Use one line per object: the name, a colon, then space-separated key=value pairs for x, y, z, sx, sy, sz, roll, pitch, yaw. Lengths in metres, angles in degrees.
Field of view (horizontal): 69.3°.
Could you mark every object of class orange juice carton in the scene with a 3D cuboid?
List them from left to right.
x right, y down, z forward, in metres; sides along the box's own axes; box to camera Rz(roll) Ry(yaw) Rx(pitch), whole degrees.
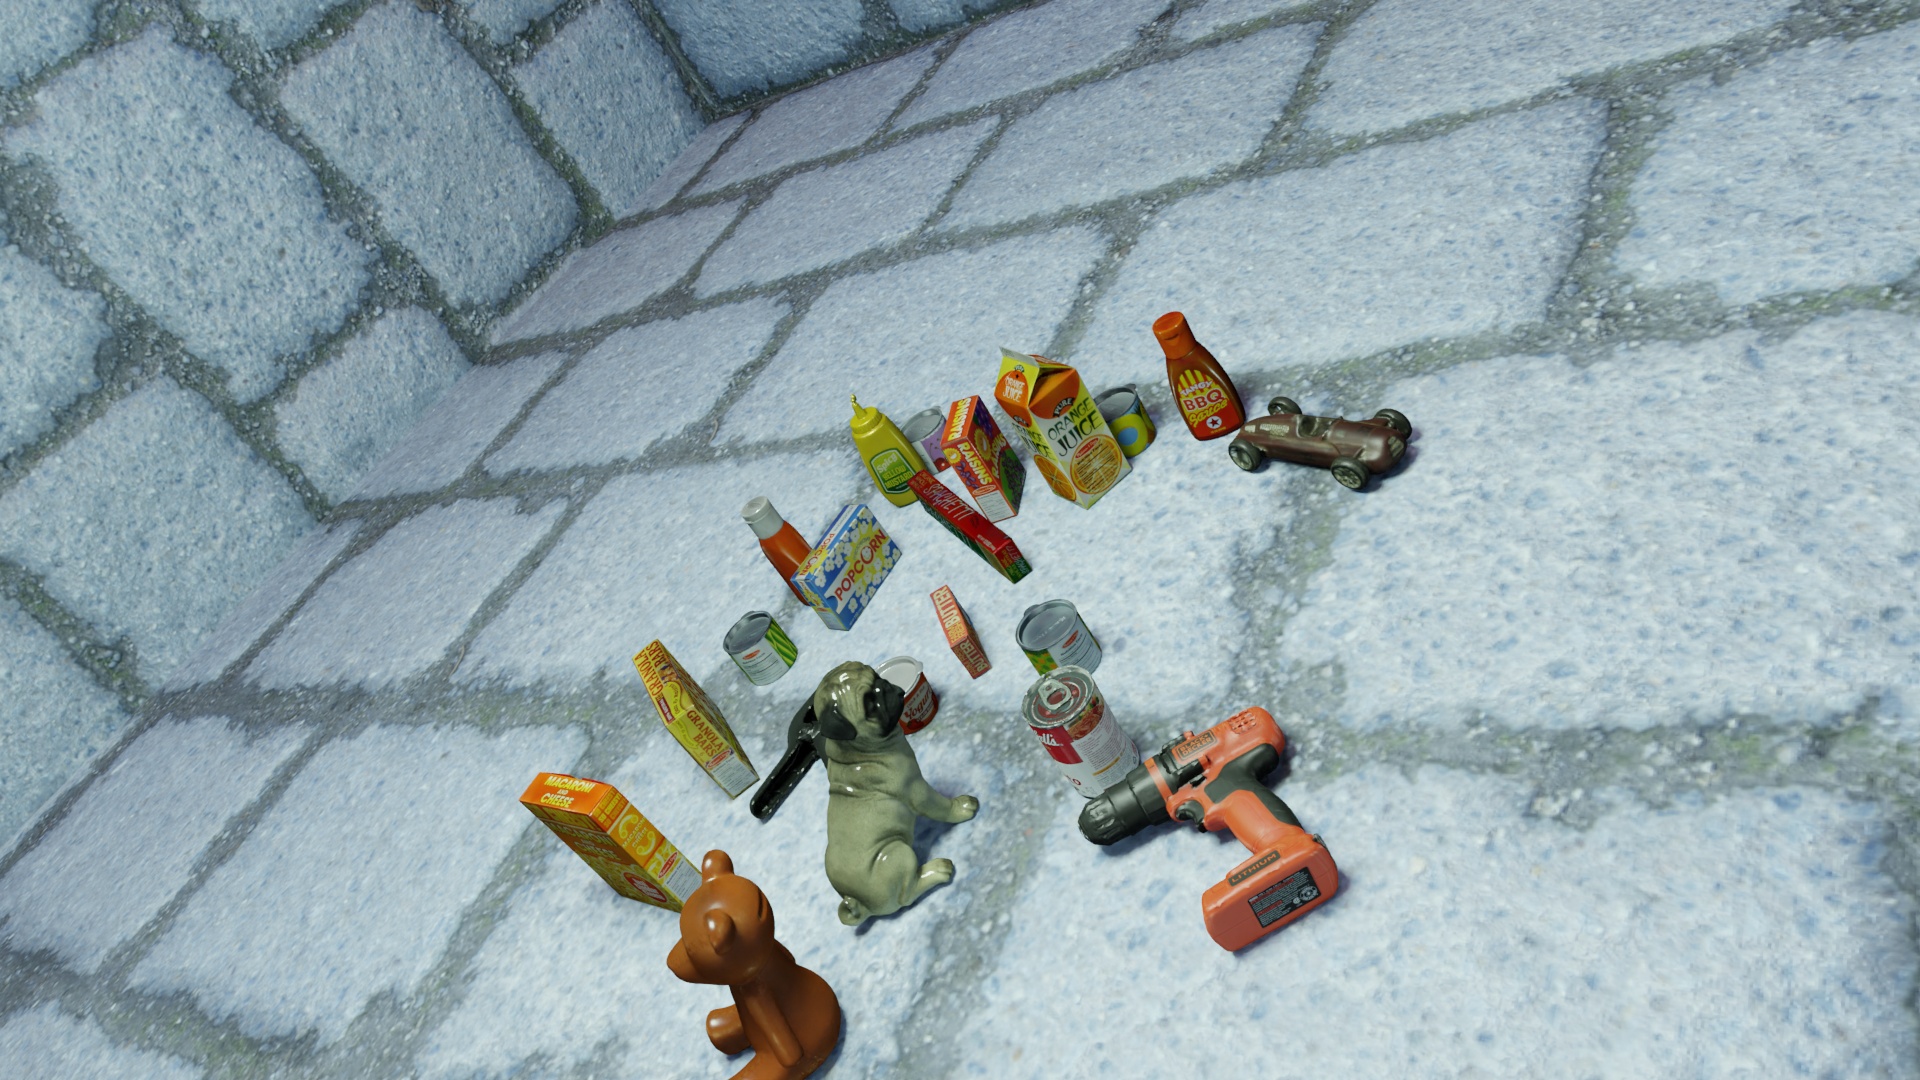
orange juice carton: x=0.104 y=-0.133 z=1.519 sx=0.073 sy=0.192 sz=0.072 roll=-41 pitch=32 yaw=-12

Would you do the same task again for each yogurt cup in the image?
yogurt cup: x=-0.058 y=0.158 z=1.402 sx=0.072 sy=0.053 sz=0.073 roll=-23 pitch=33 yaw=16

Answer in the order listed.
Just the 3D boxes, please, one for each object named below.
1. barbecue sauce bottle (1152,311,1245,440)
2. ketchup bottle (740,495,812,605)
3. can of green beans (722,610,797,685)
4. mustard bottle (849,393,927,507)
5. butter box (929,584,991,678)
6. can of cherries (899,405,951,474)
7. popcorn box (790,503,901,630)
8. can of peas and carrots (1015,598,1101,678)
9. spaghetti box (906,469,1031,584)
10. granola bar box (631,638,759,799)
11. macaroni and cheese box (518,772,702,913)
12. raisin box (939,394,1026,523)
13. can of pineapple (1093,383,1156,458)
barbecue sauce bottle: x=0.251 y=-0.177 z=1.489 sx=0.065 sy=0.148 sz=0.044 roll=-19 pitch=34 yaw=22
ketchup bottle: x=-0.204 y=0.013 z=1.639 sx=0.064 sy=0.148 sz=0.044 roll=4 pitch=47 yaw=45
can of green beans: x=-0.230 y=0.124 z=1.598 sx=0.071 sy=0.057 sz=0.071 roll=-23 pitch=33 yaw=16
mustard bottle: x=-0.096 y=-0.114 z=1.704 sx=0.065 sy=0.159 sz=0.049 roll=-27 pitch=32 yaw=11
butter box: x=-0.001 y=0.094 z=1.439 sx=0.024 sy=0.053 sz=0.104 roll=-31 pitch=32 yaw=4
can of cherries: x=-0.036 y=-0.127 z=1.764 sx=0.071 sy=0.058 sz=0.072 roll=-23 pitch=33 yaw=16
popcorn box: x=-0.131 y=0.030 z=1.611 sx=0.038 sy=0.085 sz=0.127 roll=-1 pitch=44 yaw=42
can of peas and carrots: x=0.094 y=0.099 z=1.341 sx=0.071 sy=0.058 sz=0.071 roll=-23 pitch=33 yaw=16
spaghetti box: x=0.006 y=-0.020 z=1.590 sx=0.029 sy=0.050 sz=0.250 roll=-38 pitch=32 yaw=-7
granola bar box: x=-0.288 y=0.191 z=1.497 sx=0.039 sy=0.123 sz=0.166 roll=-38 pitch=32 yaw=-7
macaroni and cheese box: x=-0.336 y=0.295 z=1.358 sx=0.123 sy=0.166 sz=0.040 roll=-1 pitch=44 yaw=42
raisin box: x=0.027 y=-0.094 z=1.601 sx=0.040 sy=0.123 sz=0.086 roll=-17 pitch=35 yaw=26
can of pineapple: x=0.183 y=-0.134 z=1.578 sx=0.071 sy=0.057 sz=0.071 roll=-23 pitch=33 yaw=16
